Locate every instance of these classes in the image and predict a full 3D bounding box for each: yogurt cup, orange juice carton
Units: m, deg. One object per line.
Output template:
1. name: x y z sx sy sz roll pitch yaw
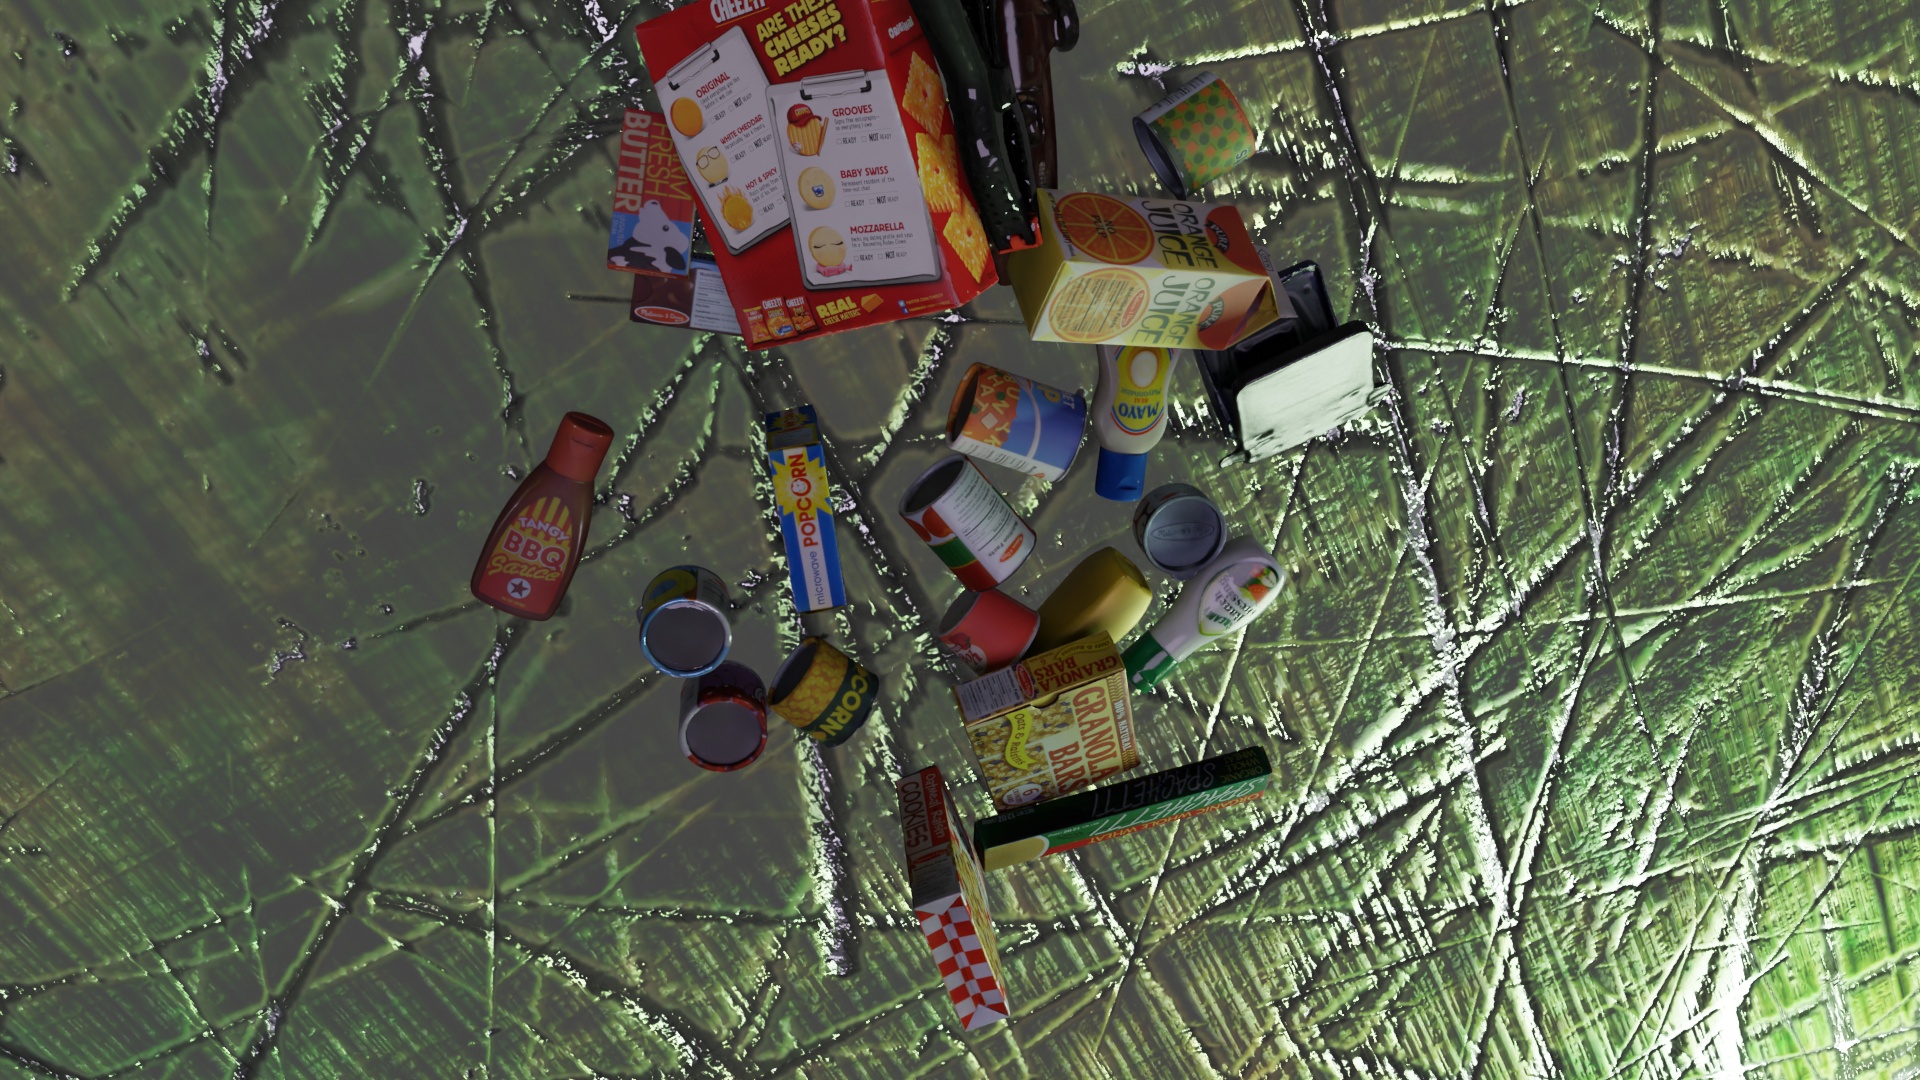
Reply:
1. yogurt cup: 0.020 0.067 1.058 0.054 0.072 0.072 38 101 -13
2. orange juice carton: 0.136 -0.181 0.939 0.193 0.072 0.072 0 143 -21

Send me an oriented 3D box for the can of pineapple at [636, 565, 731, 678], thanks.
1. can of pineapple: -0.202 0.060 1.017 0.071 0.058 0.070 -4 113 -8

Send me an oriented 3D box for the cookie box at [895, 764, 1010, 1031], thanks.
1. cookie box: -0.007 0.272 1.078 0.040 0.168 0.122 -19 114 1

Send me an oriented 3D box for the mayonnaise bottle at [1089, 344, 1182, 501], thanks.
1. mayonnaise bottle: 0.125 -0.103 1.019 0.065 0.041 0.147 0 111 -14

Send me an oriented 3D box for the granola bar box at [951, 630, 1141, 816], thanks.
1. granola bar box: 0.070 0.145 1.069 0.124 0.039 0.164 -20 144 -2

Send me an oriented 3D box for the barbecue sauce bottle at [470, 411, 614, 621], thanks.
1. barbecue sauce bottle: -0.289 -0.018 0.978 0.065 0.044 0.148 24 106 -17

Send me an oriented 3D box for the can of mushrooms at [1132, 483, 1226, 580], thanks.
1. can of mushrooms: 0.168 -0.007 1.070 0.071 0.033 0.070 -4 112 -9

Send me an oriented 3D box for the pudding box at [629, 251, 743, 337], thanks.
1. pudding box: -0.179 -0.170 0.944 0.084 0.030 0.049 6 112 -12

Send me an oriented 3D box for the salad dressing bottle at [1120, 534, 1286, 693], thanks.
1. salad dressing bottle: 0.188 0.059 1.094 0.147 0.044 0.064 -43 115 9

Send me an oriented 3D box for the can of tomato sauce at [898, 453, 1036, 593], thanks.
1. can of tomato sauce: 0.004 -0.013 1.022 0.071 0.071 0.083 -39 113 7

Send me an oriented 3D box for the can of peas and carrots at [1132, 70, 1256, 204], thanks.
1. can of peas and carrots: 0.160 -0.273 0.943 0.059 0.071 0.070 -33 114 4

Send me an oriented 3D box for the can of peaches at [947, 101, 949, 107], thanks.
1. can of peaches: -0.039 -0.256 0.916 0.071 0.071 0.057 -10 114 -6

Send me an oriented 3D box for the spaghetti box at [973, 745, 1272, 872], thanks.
1. spaghetti box: 0.134 0.219 1.137 0.250 0.029 0.050 -13 146 -9

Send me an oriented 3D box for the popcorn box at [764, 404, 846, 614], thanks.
1. popcorn box: -0.110 -0.022 0.986 0.038 0.085 0.126 -9 113 -5

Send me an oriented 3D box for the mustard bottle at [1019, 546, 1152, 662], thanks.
1. mustard bottle: 0.078 0.077 1.074 0.049 0.065 0.160 35 109 -27

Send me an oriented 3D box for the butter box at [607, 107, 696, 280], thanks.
1. butter box: -0.198 -0.224 0.904 0.053 0.024 0.103 6 89 -13

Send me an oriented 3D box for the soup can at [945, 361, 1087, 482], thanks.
1. soup can: 0.040 -0.088 0.998 0.084 0.071 0.071 17 108 -16

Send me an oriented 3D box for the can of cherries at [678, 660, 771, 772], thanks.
1. can of cherries: -0.177 0.133 1.051 0.071 0.058 0.071 -3 112 -8

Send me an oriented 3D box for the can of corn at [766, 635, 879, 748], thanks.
1. can of corn: -0.104 0.114 1.050 0.058 0.071 0.071 37 102 -20
